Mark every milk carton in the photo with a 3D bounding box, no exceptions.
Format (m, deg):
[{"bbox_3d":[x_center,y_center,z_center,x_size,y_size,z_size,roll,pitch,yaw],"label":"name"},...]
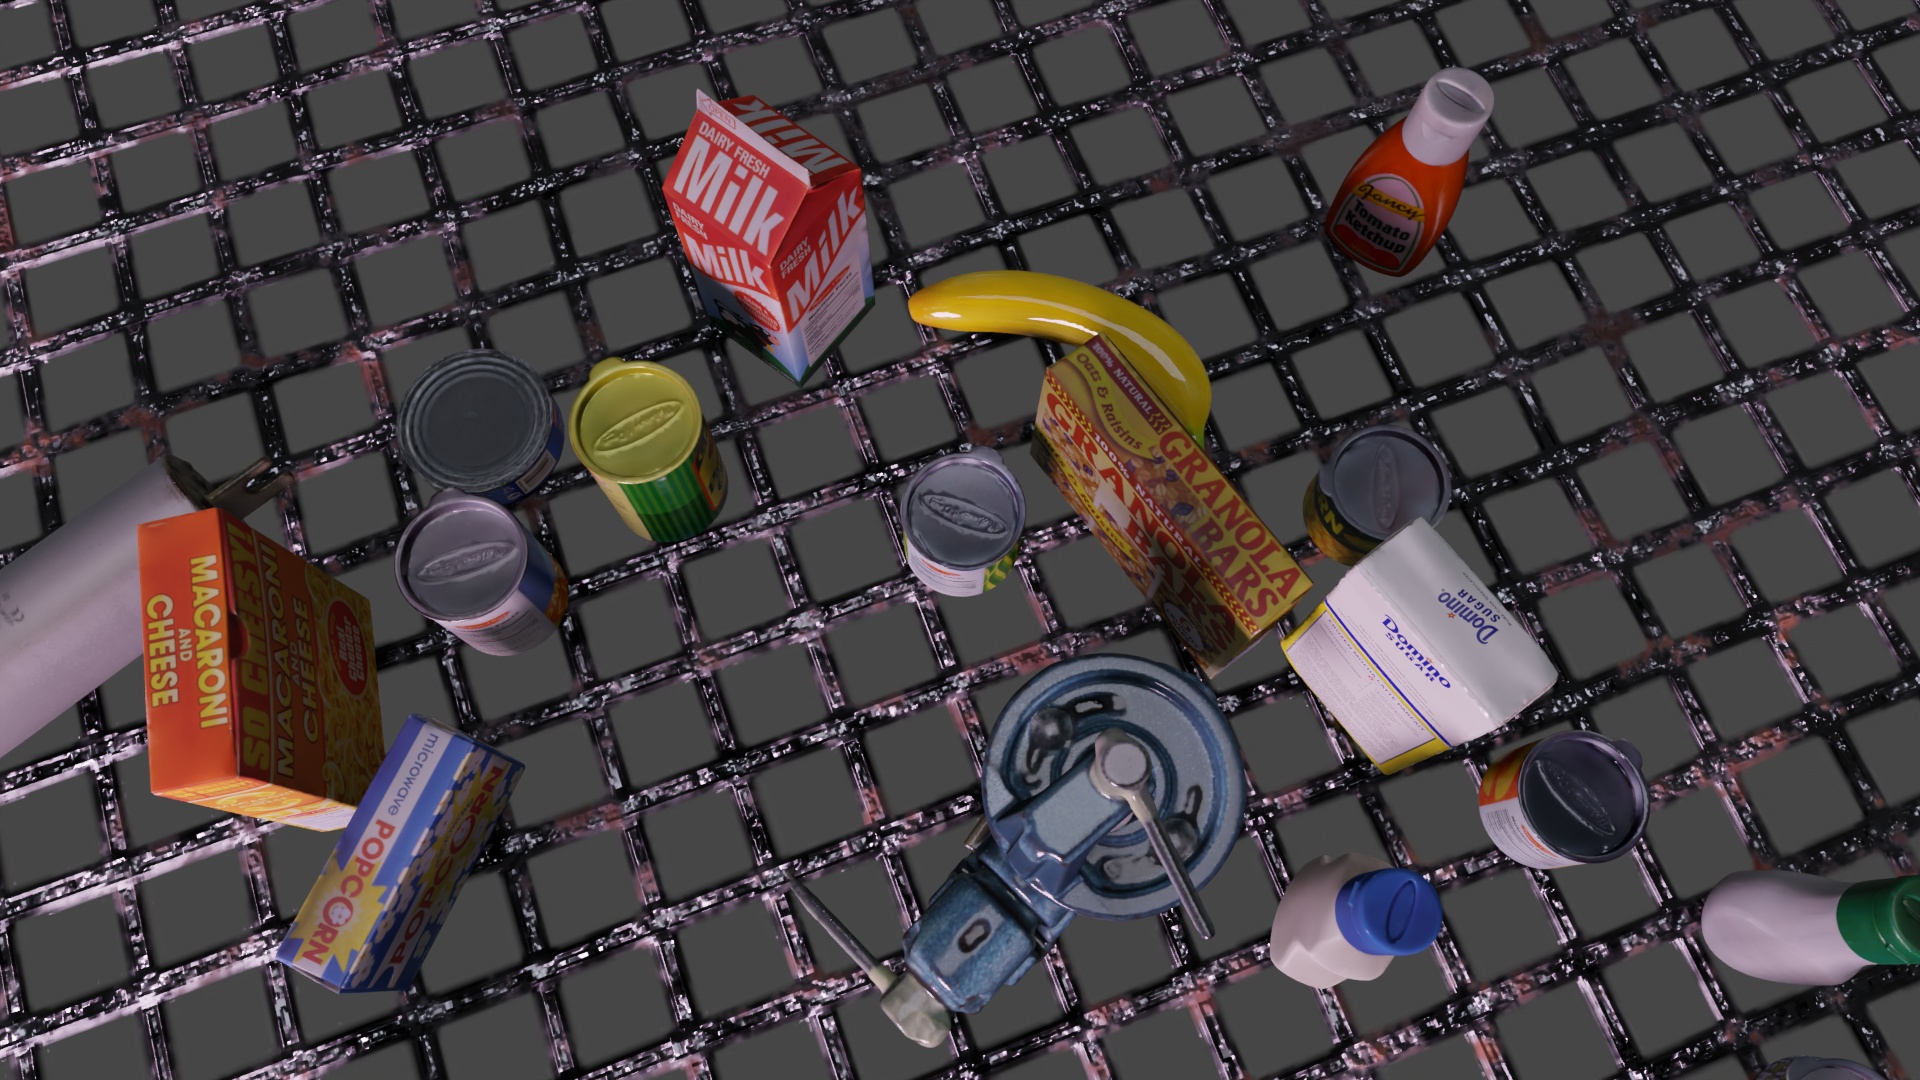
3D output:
[{"bbox_3d":[-0.098,-0.162,0.734,0.072,0.190,0.073,37,76,10],"label":"milk carton"}]

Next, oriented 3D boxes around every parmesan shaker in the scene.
[{"bbox_3d":[-0.164,-0.047,0.742,0.071,0.102,0.071,0,73,-1],"label":"parmesan shaker"}]

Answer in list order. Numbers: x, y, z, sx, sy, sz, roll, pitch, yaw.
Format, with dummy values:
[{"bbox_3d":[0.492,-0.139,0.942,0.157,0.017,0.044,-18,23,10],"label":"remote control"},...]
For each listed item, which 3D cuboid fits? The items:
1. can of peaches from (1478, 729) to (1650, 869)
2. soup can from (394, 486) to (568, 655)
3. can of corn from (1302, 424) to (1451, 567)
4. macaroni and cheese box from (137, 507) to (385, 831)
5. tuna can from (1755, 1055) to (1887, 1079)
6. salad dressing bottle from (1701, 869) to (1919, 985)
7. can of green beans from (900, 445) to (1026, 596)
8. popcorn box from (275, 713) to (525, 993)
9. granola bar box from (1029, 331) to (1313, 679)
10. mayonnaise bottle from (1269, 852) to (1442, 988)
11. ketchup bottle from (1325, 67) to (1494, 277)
[{"bbox_3d":[0.312,0.134,0.718,0.071,0.058,0.071,0,73,-1],"label":"can of peaches"},{"bbox_3d":[-0.249,0.018,0.730,0.071,0.083,0.071,0,73,-1],"label":"soup can"},{"bbox_3d":[0.225,-0.023,0.765,0.071,0.058,0.071,0,73,-1],"label":"can of corn"},{"bbox_3d":[-0.329,0.068,0.669,0.040,0.166,0.124,-12,73,-5],"label":"macaroni and cheese box"},{"bbox_3d":[0.426,0.287,0.685,0.071,0.032,0.071,0,73,-1],"label":"tuna can"},{"bbox_3d":[0.410,0.182,0.657,0.064,0.147,0.044,37,76,10],"label":"salad dressing bottle"},{"bbox_3d":[0.001,-0.008,0.756,0.071,0.057,0.071,0,73,-1],"label":"can of green beans"},{"bbox_3d":[-0.271,0.155,0.685,0.038,0.085,0.127,23,74,6],"label":"popcorn box"},{"bbox_3d":[0.104,-0.015,0.726,0.039,0.124,0.166,-35,77,-11],"label":"granola bar box"},{"bbox_3d":[0.185,0.178,0.654,0.041,0.147,0.065,24,74,6],"label":"mayonnaise bottle"},{"bbox_3d":[0.253,-0.205,0.776,0.065,0.148,0.043,36,76,9],"label":"ketchup bottle"}]
